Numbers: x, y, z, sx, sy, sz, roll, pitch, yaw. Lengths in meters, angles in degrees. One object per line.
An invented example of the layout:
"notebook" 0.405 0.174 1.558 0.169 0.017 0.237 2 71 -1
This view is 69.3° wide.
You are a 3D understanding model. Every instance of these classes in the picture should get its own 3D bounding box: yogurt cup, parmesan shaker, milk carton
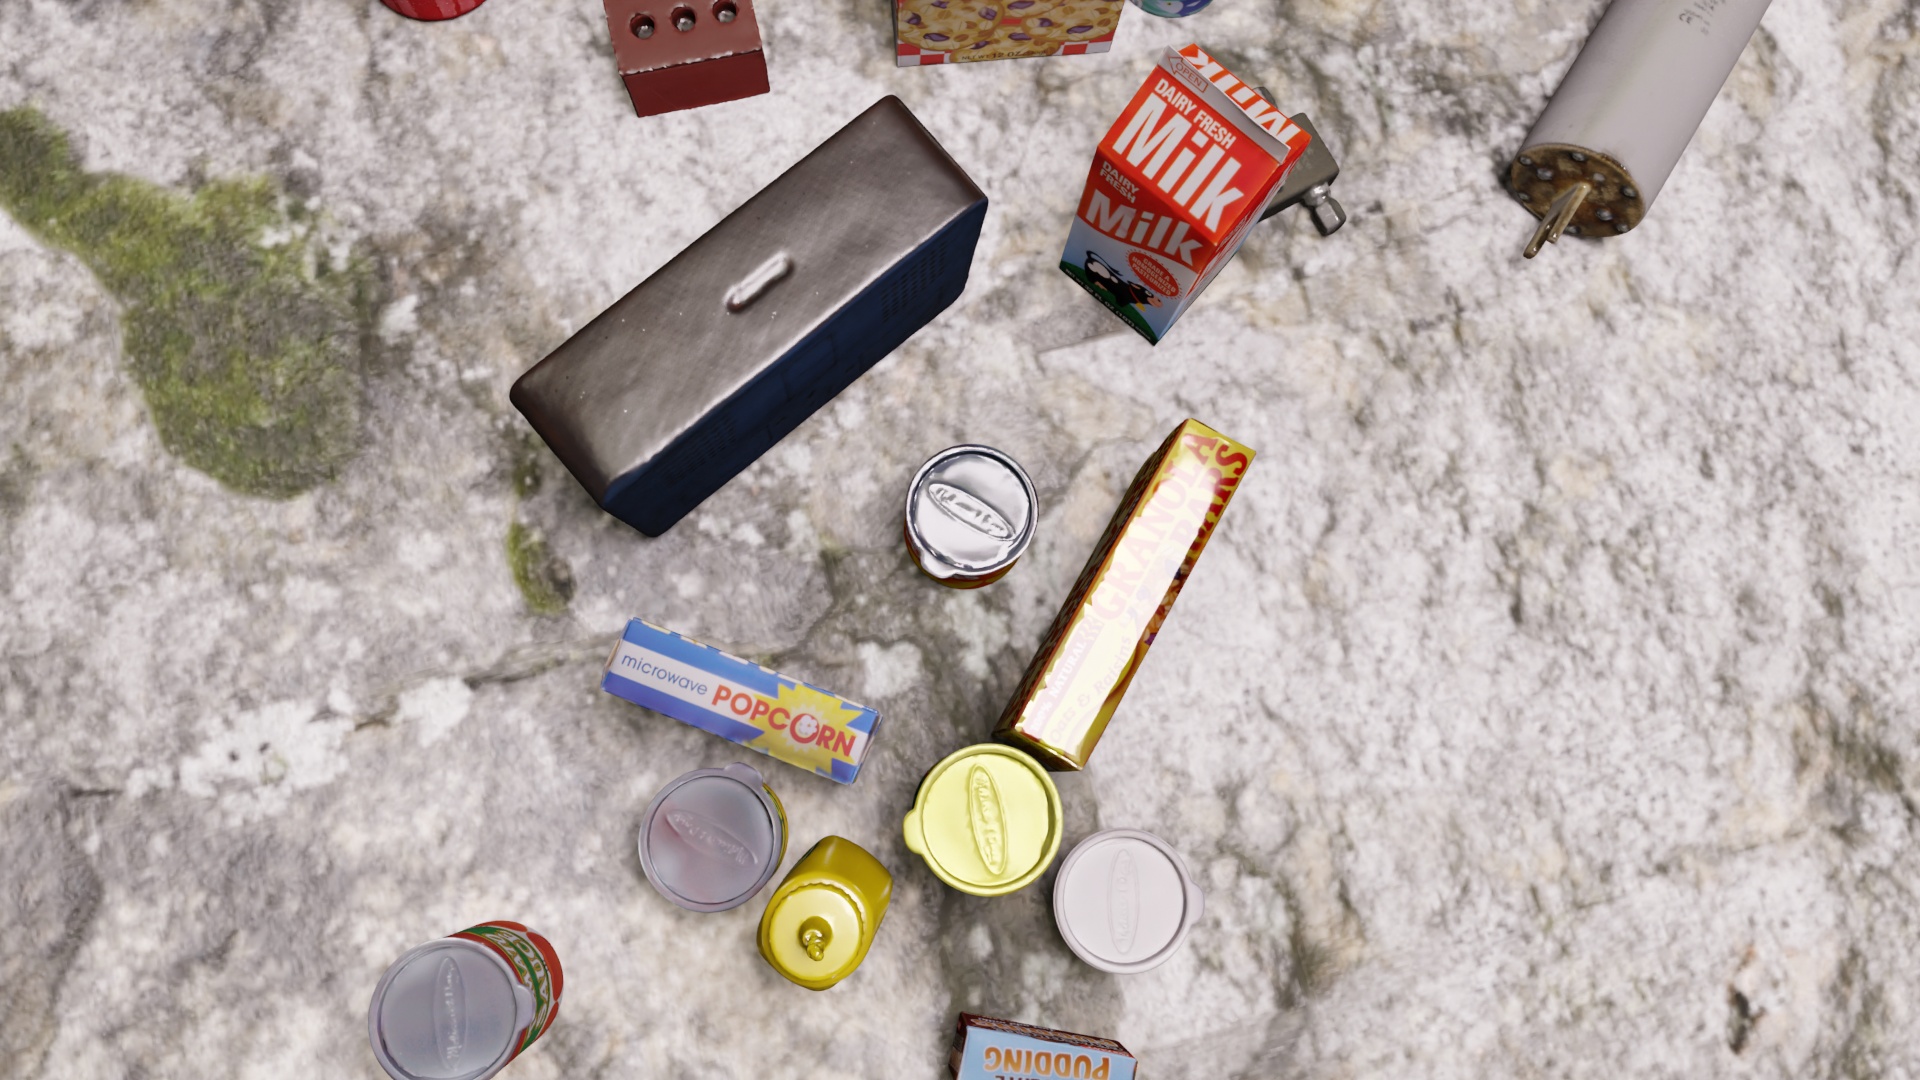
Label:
"yogurt cup" 0.077 0.175 0.683 0.072 0.054 0.072 1 80 -3
"parmesan shaker" 0.007 0.131 0.661 0.071 0.103 0.071 1 80 -3
"milk carton" 0.107 -0.170 0.677 0.072 0.190 0.073 41 81 4

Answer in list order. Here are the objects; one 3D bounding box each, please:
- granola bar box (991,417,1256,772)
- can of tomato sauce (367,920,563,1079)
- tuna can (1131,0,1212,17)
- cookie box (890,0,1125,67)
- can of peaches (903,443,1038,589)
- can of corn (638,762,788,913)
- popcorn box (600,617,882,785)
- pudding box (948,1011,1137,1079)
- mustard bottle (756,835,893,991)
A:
"granola bar box" 0.074 0.031 0.673 0.039 0.124 0.166 30 80 2
"can of tomato sauce" -0.224 0.212 0.643 0.071 0.083 0.071 1 80 -3
"tuna can" 0.119 -0.332 0.786 0.071 0.032 0.071 1 80 -3
"cookie box" 0.028 -0.302 0.707 0.123 0.167 0.040 -5 81 -4
"can of peaches" 0.003 -0.009 0.709 0.071 0.058 0.071 1 80 -3
"can of corn" -0.117 0.142 0.675 0.071 0.058 0.071 1 80 -3
"popcorn box" -0.103 0.079 0.673 0.127 0.085 0.038 21 80 0
"pudding box" 0.039 0.253 0.669 0.084 0.049 0.030 11 80 -2
"mustard bottle" -0.062 0.169 0.622 0.049 0.160 0.065 34 80 3
